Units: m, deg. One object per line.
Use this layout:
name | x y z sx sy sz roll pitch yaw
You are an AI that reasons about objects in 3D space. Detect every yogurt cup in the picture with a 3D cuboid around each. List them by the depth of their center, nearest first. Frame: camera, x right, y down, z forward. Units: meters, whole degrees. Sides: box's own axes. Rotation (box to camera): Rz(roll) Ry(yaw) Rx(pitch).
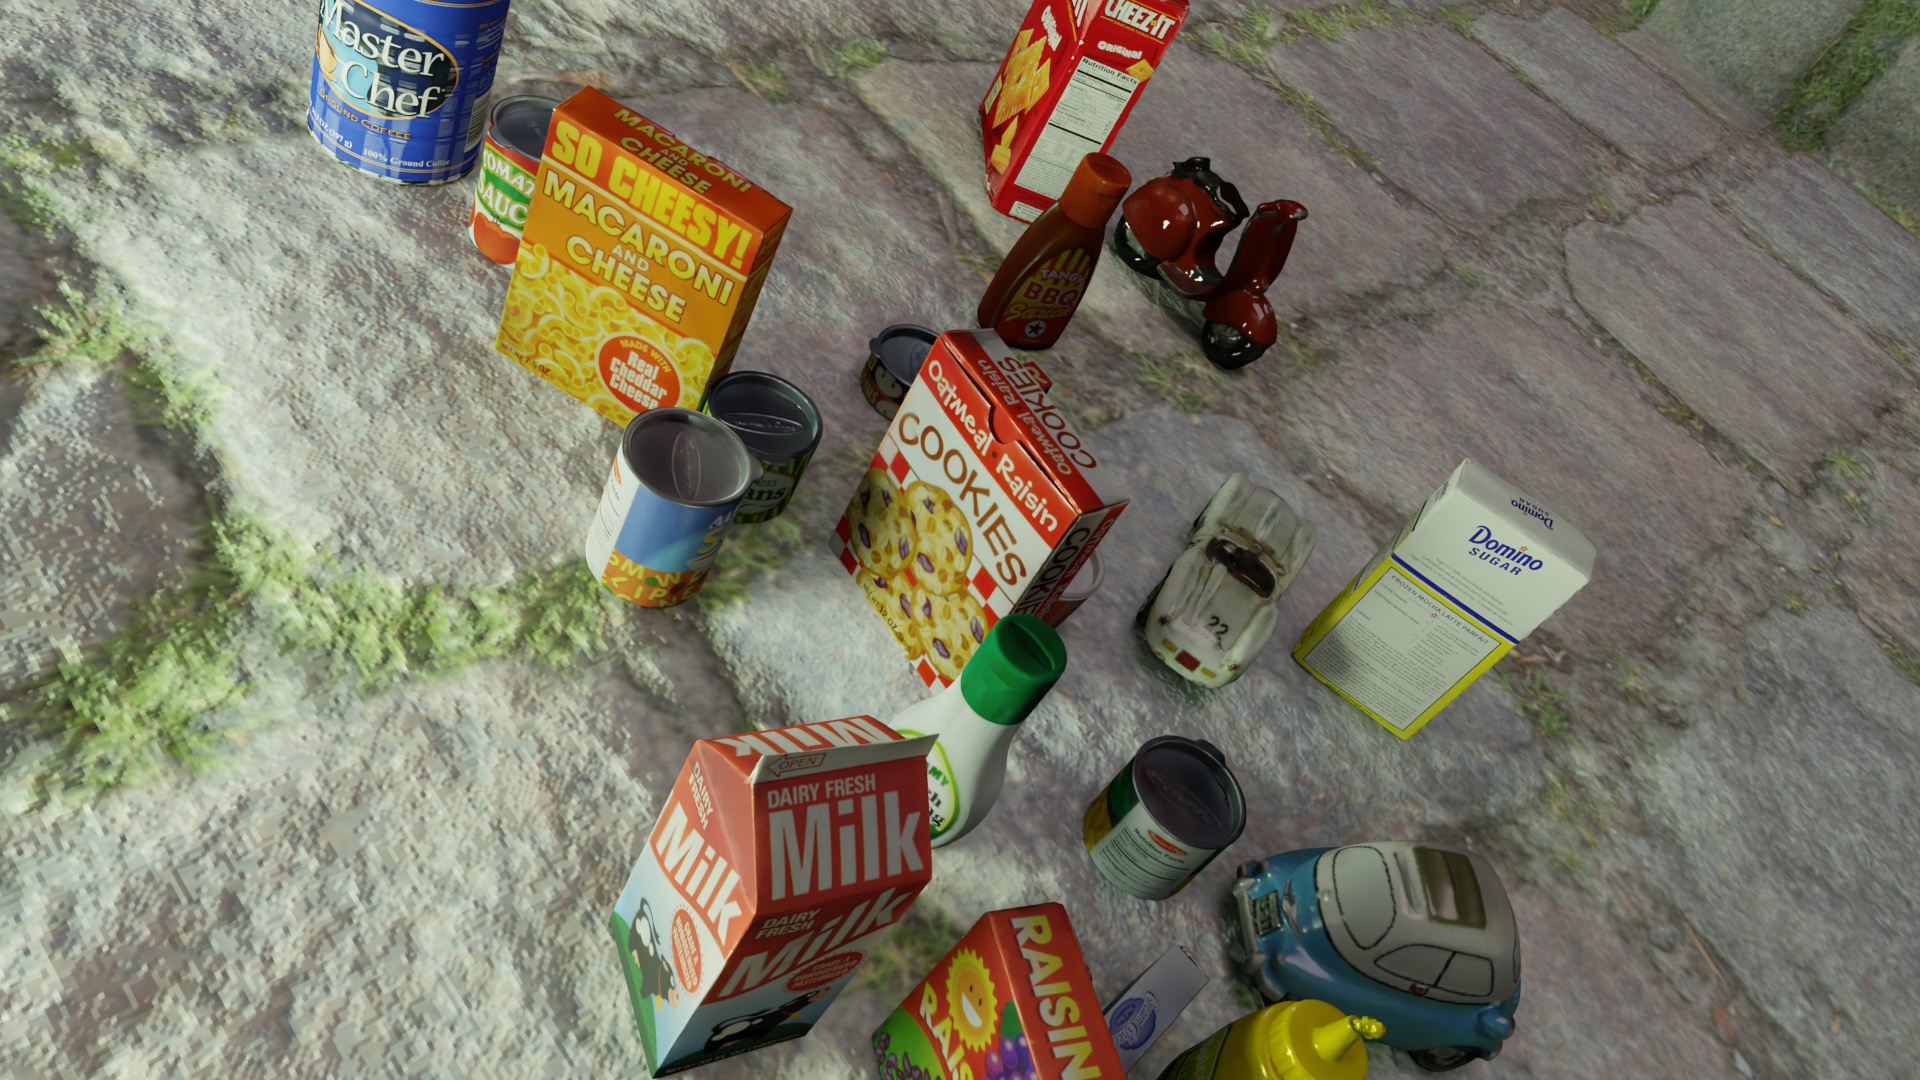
yogurt cup | 0.043 0.022 0.808 0.072 0.053 0.073 17 44 -17

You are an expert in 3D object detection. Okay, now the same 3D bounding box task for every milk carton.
milk carton | -0.073 0.129 0.534 0.072 0.189 0.074 -3 52 -33

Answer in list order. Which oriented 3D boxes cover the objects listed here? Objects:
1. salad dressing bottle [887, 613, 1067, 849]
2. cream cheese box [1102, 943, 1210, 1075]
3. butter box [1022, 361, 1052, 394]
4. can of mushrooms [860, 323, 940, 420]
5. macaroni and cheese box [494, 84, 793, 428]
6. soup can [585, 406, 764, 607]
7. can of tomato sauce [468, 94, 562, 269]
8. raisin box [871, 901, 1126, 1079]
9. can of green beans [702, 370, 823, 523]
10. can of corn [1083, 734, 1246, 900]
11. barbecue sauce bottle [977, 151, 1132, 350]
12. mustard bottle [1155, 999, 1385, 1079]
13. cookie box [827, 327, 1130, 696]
salad dressing bottle | 0.001 0.090 0.647 0.044 0.146 0.064 -25 66 -44
cream cheese box | 0.066 0.228 0.625 0.024 0.053 0.104 46 43 15
butter box | 0.009 -0.079 0.885 0.104 0.052 0.024 -22 64 -42
can of mushrooms | -0.031 -0.107 0.902 0.071 0.033 0.071 17 44 -17
macaroni and cheese box | -0.175 -0.140 0.748 0.124 0.165 0.040 31 42 -1
soup can | -0.147 -0.015 0.708 0.071 0.083 0.072 17 44 -17
can of tomato sauce | -0.255 -0.211 0.830 0.071 0.082 0.071 17 44 -17
raisin box | 0.013 0.212 0.557 0.040 0.122 0.086 3 49 -29
can of green beans | -0.118 -0.052 0.779 0.071 0.057 0.071 17 44 -17
can of corn | 0.107 0.144 0.726 0.071 0.058 0.071 17 44 -17
barbecue sauce bottle | 0.068 -0.199 0.962 0.065 0.147 0.044 4 49 -28
mustard bottle | 0.125 0.229 0.581 0.049 0.159 0.066 34 42 2
cookie box | 0.003 -0.009 0.728 0.040 0.166 0.123 -16 60 -40
